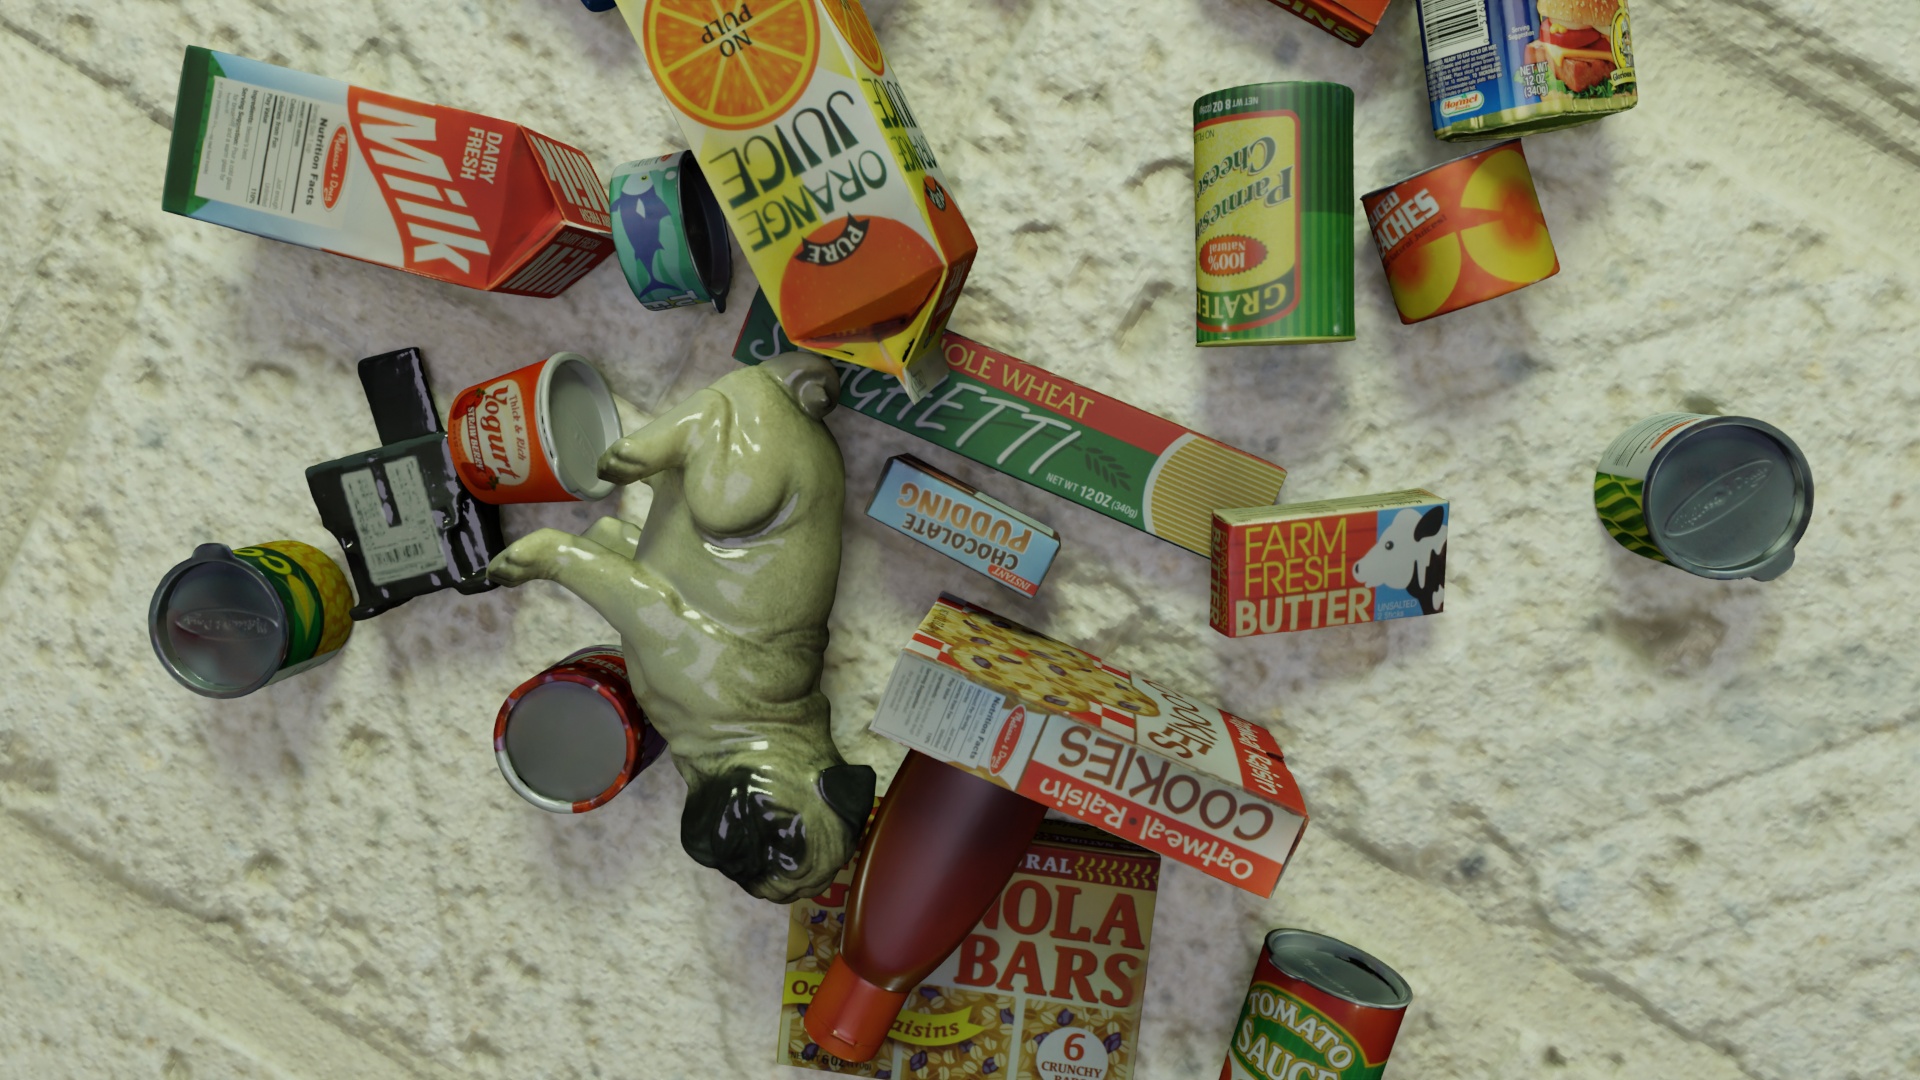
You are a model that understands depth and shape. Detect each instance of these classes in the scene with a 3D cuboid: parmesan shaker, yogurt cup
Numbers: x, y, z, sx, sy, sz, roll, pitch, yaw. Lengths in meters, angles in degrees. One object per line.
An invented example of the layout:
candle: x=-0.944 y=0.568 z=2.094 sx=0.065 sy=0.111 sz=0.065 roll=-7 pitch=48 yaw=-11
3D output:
parmesan shaker: x=0.129 y=-0.134 z=0.584 sx=0.071 sy=0.071 sz=0.103 roll=-2 pitch=96 yaw=6
yogurt cup: x=-0.191 y=-0.047 z=0.624 sx=0.054 sy=0.072 sz=0.072 roll=-9 pitch=96 yaw=15

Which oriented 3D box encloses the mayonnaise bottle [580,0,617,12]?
mayonnaise bottle: x=-0.190 y=-0.301 z=0.598 sx=0.041 sy=0.065 sz=0.148 roll=-35 pitch=96 yaw=5

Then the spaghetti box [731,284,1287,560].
spaghetti box: x=0.020 y=-0.057 z=0.620 sx=0.250 sy=0.029 sz=0.050 roll=23 pitch=97 yaw=2

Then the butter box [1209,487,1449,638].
butter box: x=0.158 y=0.010 z=0.598 sx=0.104 sy=0.024 sz=0.053 roll=-6 pitch=105 yaw=-13

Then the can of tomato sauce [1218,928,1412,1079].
can of tomato sauce: x=0.154 y=0.227 z=0.618 sx=0.071 sy=0.071 sz=0.083 roll=17 pitch=98 yaw=3

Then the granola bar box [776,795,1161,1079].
granola bar box: x=0.003 y=0.189 z=0.643 sx=0.166 sy=0.039 sz=0.124 roll=7 pitch=96 yaw=5

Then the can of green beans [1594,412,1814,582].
can of green beans: x=0.309 y=-0.020 z=0.582 sx=0.071 sy=0.058 sz=0.071 roll=1 pitch=96 yaw=5

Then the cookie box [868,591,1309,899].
cookie box: x=0.055 y=0.079 z=0.584 sx=0.167 sy=0.123 sz=0.040 roll=23 pitch=99 yaw=3

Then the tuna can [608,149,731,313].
tuna can: x=-0.125 y=-0.132 z=0.607 sx=0.033 sy=0.071 sz=0.071 roll=-8 pitch=96 yaw=7

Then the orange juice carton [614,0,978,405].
orange juice carton: x=-0.053 y=-0.147 z=0.555 sx=0.073 sy=0.072 sz=0.192 roll=-24 pitch=100 yaw=16

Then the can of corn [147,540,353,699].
can of corn: x=-0.329 y=0.033 z=0.648 sx=0.071 sy=0.058 sz=0.071 roll=1 pitch=97 yaw=6

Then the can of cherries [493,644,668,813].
can of cherries: x=-0.171 y=0.083 z=0.638 sx=0.071 sy=0.058 sz=0.071 roll=1 pitch=97 yaw=6

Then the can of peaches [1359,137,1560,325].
can of peaches: x=0.205 y=-0.126 z=0.575 sx=0.071 sy=0.071 sz=0.058 roll=-19 pitch=95 yaw=7

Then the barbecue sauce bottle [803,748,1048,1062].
barbecue sauce bottle: x=-0.019 y=0.153 z=0.599 sx=0.065 sy=0.044 sz=0.148 roll=28 pitch=97 yaw=-1

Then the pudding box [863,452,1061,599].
pudding box: x=0.002 y=-0.008 z=0.616 sx=0.084 sy=0.050 sz=0.030 roll=27 pitch=97 yaw=1

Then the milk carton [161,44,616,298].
milk carton: x=-0.237 y=-0.154 z=0.612 sx=0.191 sy=0.072 sz=0.073 roll=14 pitch=98 yaw=5

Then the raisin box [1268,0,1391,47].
raisin box: x=0.164 y=-0.282 z=0.576 sx=0.086 sy=0.040 sz=0.123 roll=29 pitch=99 yaw=1
